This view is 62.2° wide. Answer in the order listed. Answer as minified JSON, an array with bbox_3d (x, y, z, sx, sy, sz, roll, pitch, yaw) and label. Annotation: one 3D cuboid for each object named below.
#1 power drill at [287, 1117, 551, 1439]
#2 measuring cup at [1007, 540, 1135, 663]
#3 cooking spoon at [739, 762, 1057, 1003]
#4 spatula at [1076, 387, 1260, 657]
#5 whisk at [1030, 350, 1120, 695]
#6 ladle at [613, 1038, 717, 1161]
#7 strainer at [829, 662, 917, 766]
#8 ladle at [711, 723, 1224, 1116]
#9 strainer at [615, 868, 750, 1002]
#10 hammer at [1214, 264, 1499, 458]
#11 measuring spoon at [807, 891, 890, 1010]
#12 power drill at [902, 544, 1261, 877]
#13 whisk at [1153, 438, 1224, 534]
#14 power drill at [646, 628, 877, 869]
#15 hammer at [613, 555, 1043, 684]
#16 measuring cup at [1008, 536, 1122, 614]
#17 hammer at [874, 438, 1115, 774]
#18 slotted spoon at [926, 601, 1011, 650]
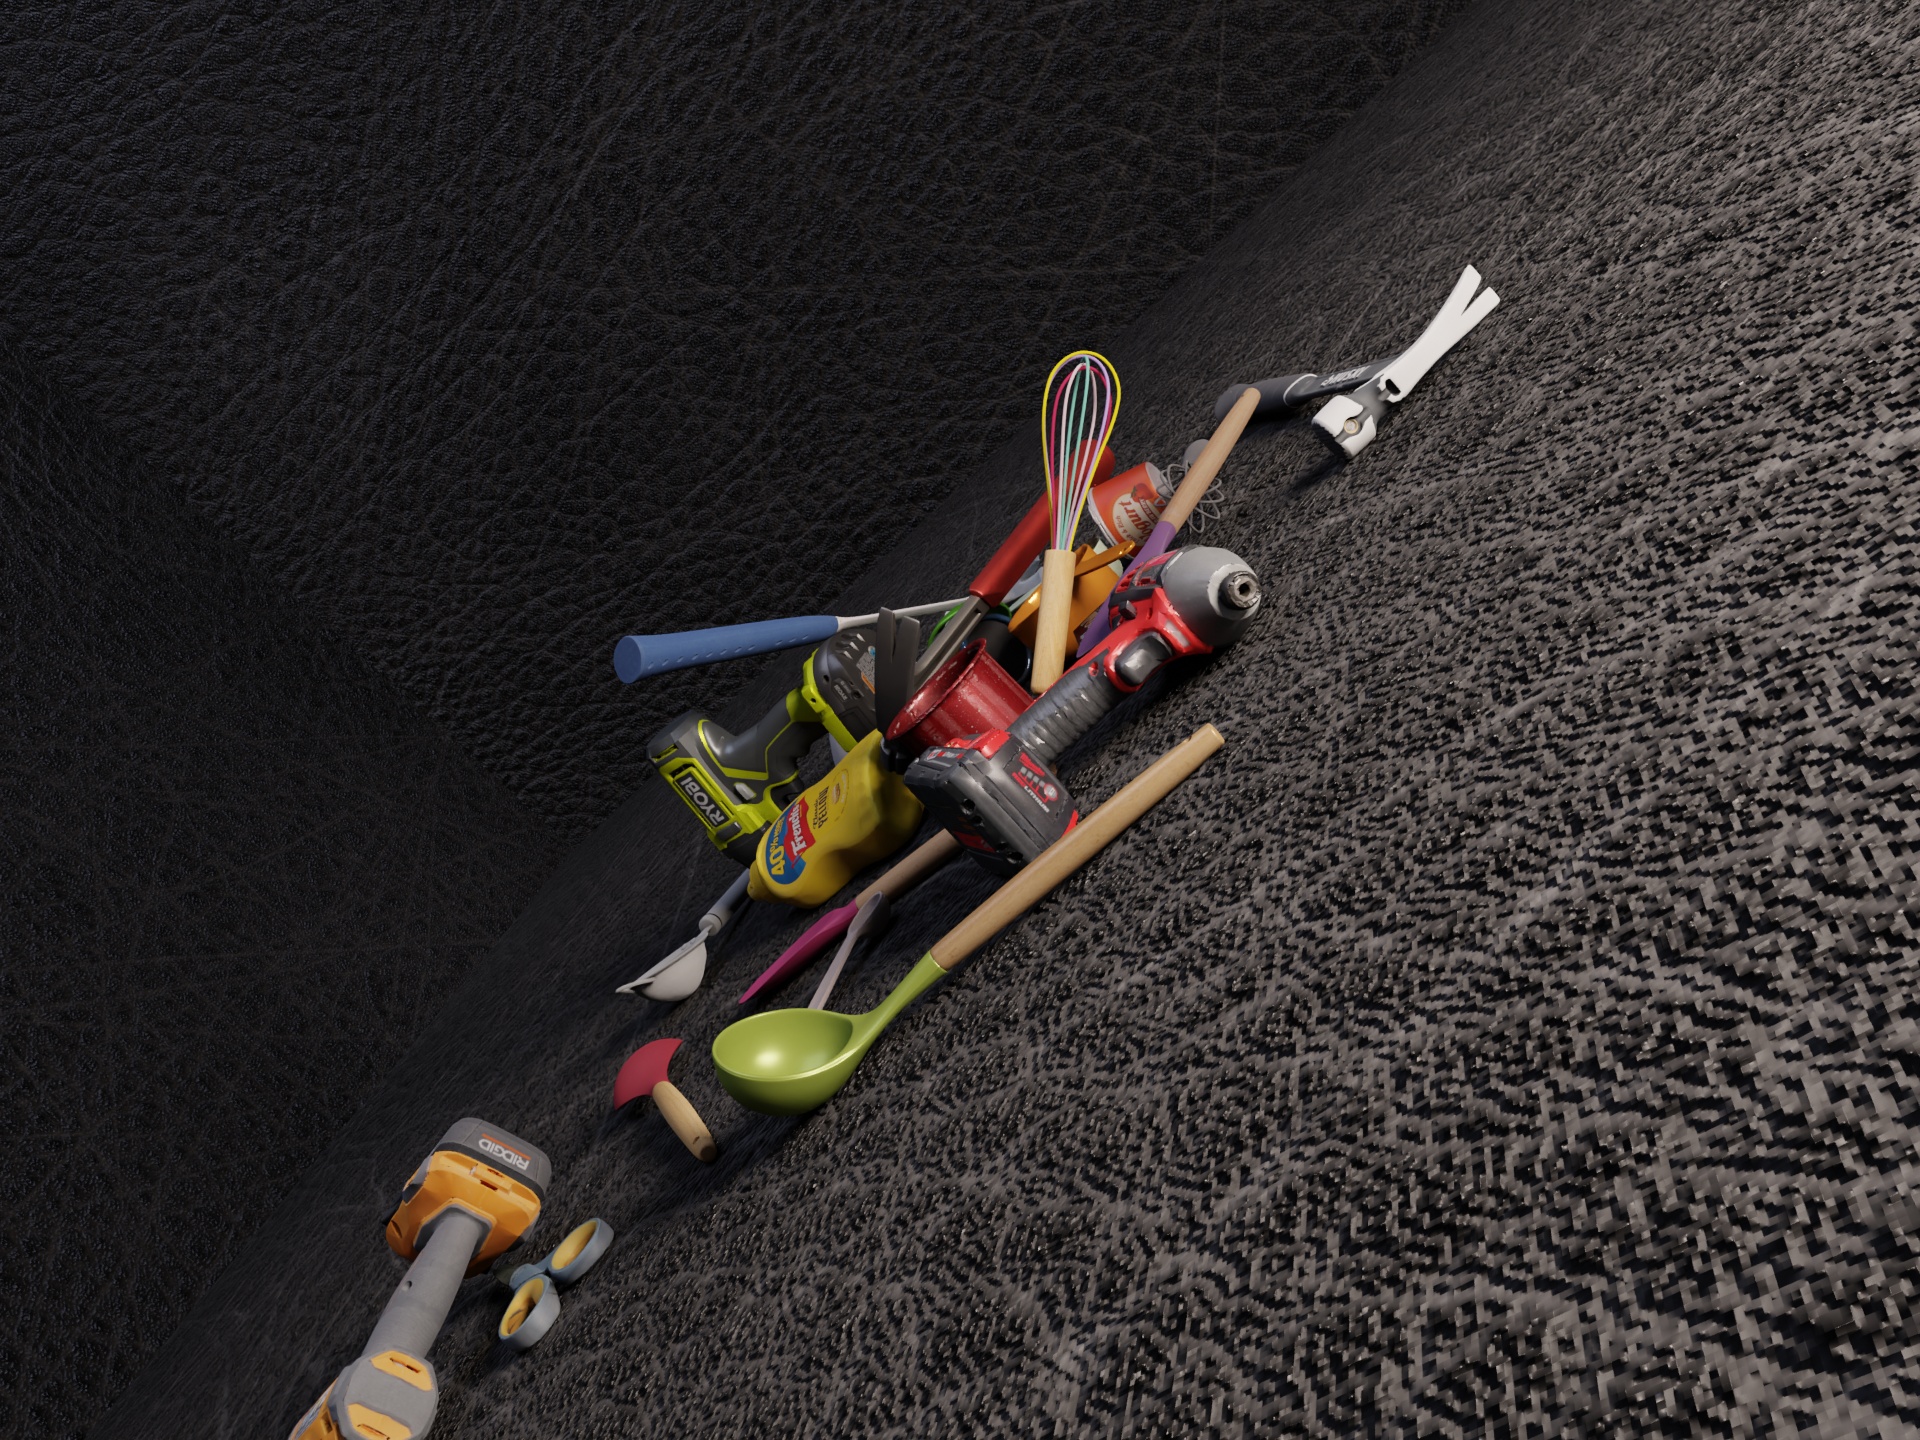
[{"bbox_3d":[-0.358,0.390,1.011,0.185,0.084,0.226,-48,16,35],"label":"power drill"},{"bbox_3d":[0.099,-0.090,1.158,0.095,0.052,0.173,-50,11,-21],"label":"measuring cup"},{"bbox_3d":[-0.048,0.112,1.059,0.319,0.017,0.069,-39,6,33],"label":"cooking spoon"},{"bbox_3d":[0.150,-0.145,1.098,0.059,0.018,0.316,-38,14,50],"label":"spatula"},{"bbox_3d":[0.076,-0.138,1.104,0.051,0.047,0.245,175,102,-70],"label":"whisk"},{"bbox_3d":[-0.196,0.256,1.069,0.069,0.031,0.315,-48,12,-14],"label":"ladle"},{"bbox_3d":[-0.048,-0.033,1.449,0.256,0.069,0.151,-40,9,44],"label":"strainer"},{"bbox_3d":[0.001,0.099,0.819,0.320,0.062,0.078,-41,11,12],"label":"ladle"},{"bbox_3d":[-0.222,0.186,1.404,0.087,0.050,0.258,-33,10,29],"label":"strainer"},{"bbox_3d":[0.265,-0.253,1.190,0.149,0.036,0.409,-44,10,1],"label":"hammer"},{"bbox_3d":[-0.073,0.160,0.997,0.034,0.018,0.124,-37,20,53],"label":"measuring spoon"},{"bbox_3d":[0.079,-0.014,0.901,0.220,0.078,0.143,-45,10,-11],"label":"power drill"},{"bbox_3d":[0.186,-0.191,1.250,0.055,0.055,0.239,-41,7,22],"label":"whisk"},{"bbox_3d":[-0.128,0.036,1.305,0.223,0.171,0.080,-30,16,29],"label":"power drill"},{"bbox_3d":[-0.097,-0.082,1.312,0.405,0.035,0.144,-13,-12,-42],"label":"hammer"},{"bbox_3d":[0.079,-0.099,1.324,0.083,0.038,0.167,-51,10,-27],"label":"measuring cup"},{"bbox_3d":[0.033,-0.121,1.216,0.359,0.037,0.149,-53,-23,-40],"label":"hammer"},{"bbox_3d":[-0.065,0.015,1.363,0.313,0.070,0.031,-52,50,13],"label":"slotted spoon"}]
